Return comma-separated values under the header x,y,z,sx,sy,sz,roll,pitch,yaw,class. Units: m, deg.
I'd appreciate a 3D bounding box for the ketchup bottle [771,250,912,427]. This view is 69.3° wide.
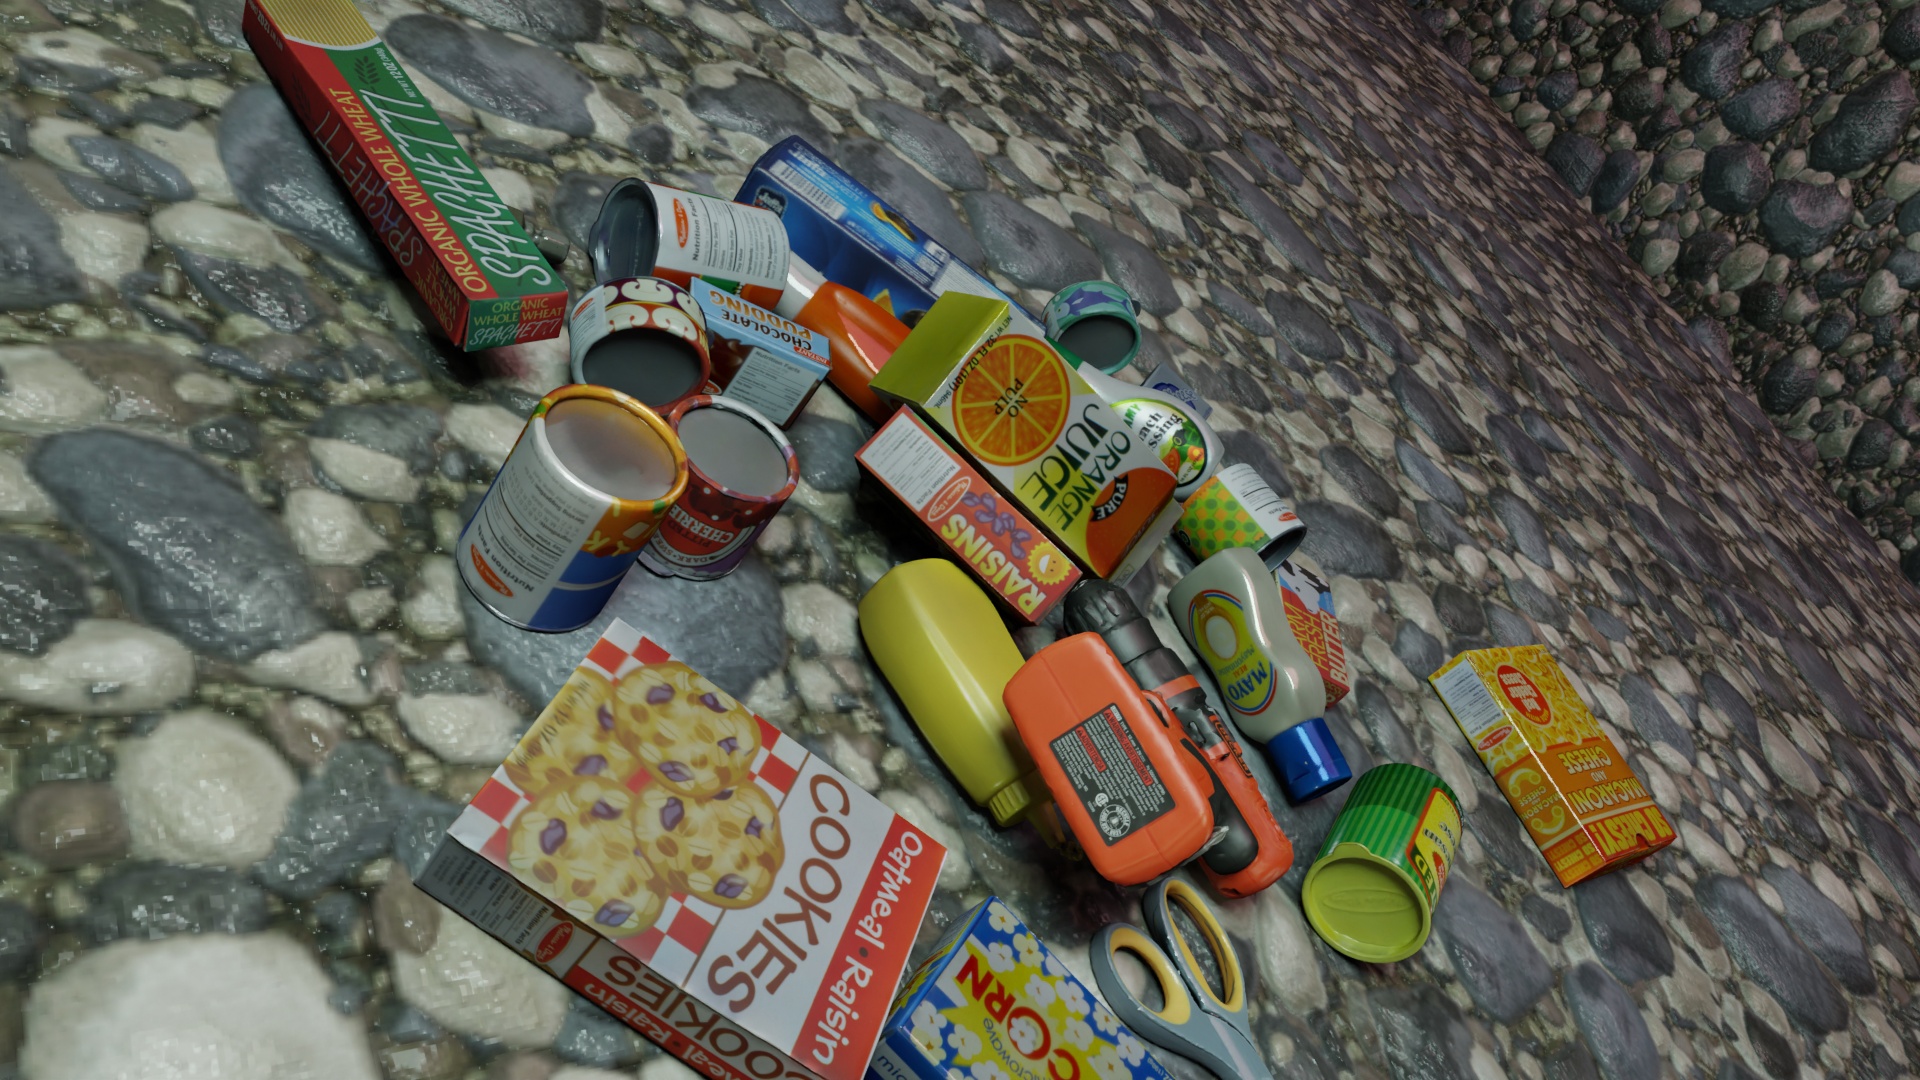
x,y,z,sx,sy,sz,roll,pitch,yaw,class
-0.058,-0.113,0.802,0.149,0.043,0.065,39,39,-5,ketchup bottle

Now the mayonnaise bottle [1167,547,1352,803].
x,y,z,sx,sy,sz,roll,pitch,yaw,class
0.179,0.079,0.816,0.041,0.064,0.148,-2,58,-41,mayonnaise bottle

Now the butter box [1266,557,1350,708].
x,y,z,sx,sy,sz,roll,pitch,yaw,class
0.222,0.058,0.911,0.053,0.024,0.104,28,37,-18,butter box

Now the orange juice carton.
x,y,z,sx,sy,sz,roll,pitch,yaw,class
0.048,-0.046,0.766,0.192,0.072,0.073,42,-7,-29,orange juice carton

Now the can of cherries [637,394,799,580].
x,y,z,sx,sy,sz,roll,pitch,yaw,class
-0.116,-0.023,0.639,0.071,0.058,0.072,26,38,-22,can of cherries

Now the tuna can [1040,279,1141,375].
x,y,z,sx,sy,sz,roll,pitch,yaw,class
0.093,-0.145,0.961,0.071,0.070,0.033,19,43,-30,tuna can

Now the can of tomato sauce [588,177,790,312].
x,y,z,sx,sy,sz,roll,pitch,yaw,class
-0.145,-0.153,0.744,0.083,0.071,0.071,2,52,-44,can of tomato sauce

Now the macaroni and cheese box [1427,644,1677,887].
x,y,z,sx,sy,sz,roll,pitch,yaw,class
0.422,0.154,0.988,0.124,0.040,0.167,1,52,-43,macaroni and cheese box

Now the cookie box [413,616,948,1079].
x,y,z,sx,sy,sz,roll,pitch,yaw,class
-0.095,0.123,0.523,0.167,0.040,0.123,36,36,-7,cookie box

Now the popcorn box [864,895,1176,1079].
x,y,z,sx,sy,sz,roll,pitch,yaw,class
0.029,0.215,0.547,0.127,0.038,0.085,45,34,4,popcorn box

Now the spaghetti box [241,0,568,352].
x,y,z,sx,sy,sz,roll,pitch,yaw,class
-0.266,-0.182,0.656,0.050,0.028,0.251,-16,57,-42,spaghetti box

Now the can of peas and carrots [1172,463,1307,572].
x,y,z,sx,sy,sz,roll,pitch,yaw,class
0.178,-0.006,0.900,0.071,0.070,0.059,-10,55,-49,can of peas and carrots

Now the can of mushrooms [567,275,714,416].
x,y,z,sx,sy,sz,roll,pitch,yaw,class
-0.152,-0.092,0.669,0.071,0.070,0.033,16,44,-33,can of mushrooms

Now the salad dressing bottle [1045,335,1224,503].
x,y,z,sx,sy,sz,roll,pitch,yaw,class
0.101,-0.083,0.916,0.148,0.064,0.044,34,8,2,salad dressing bottle

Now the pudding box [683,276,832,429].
x,y,z,sx,sy,sz,roll,pitch,yaw,class
-0.115,-0.097,0.726,0.084,0.049,0.030,21,39,-28,pudding box

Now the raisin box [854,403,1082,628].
x,y,z,sx,sy,sz,roll,pitch,yaw,class
0.003,-0.009,0.720,0.123,0.040,0.086,43,-5,2,raisin box

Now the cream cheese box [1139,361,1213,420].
x,y,z,sx,sy,sz,roll,pitch,yaw,class
0.143,-0.086,0.986,0.053,0.024,0.104,42,35,0,cream cheese box

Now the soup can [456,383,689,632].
x,y,z,sx,sy,sz,roll,pitch,yaw,class
-0.157,-0.014,0.569,0.071,0.083,0.072,26,38,-22,soup can

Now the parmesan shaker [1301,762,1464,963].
x,y,z,sx,sy,sz,roll,pitch,yaw,class
0.234,0.171,0.762,0.071,0.071,0.103,47,35,6,parmesan shaker

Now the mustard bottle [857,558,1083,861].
x,y,z,sx,sy,sz,roll,pitch,yaw,class
0.010,0.084,0.658,0.065,0.048,0.160,-2,55,-51,mustard bottle
